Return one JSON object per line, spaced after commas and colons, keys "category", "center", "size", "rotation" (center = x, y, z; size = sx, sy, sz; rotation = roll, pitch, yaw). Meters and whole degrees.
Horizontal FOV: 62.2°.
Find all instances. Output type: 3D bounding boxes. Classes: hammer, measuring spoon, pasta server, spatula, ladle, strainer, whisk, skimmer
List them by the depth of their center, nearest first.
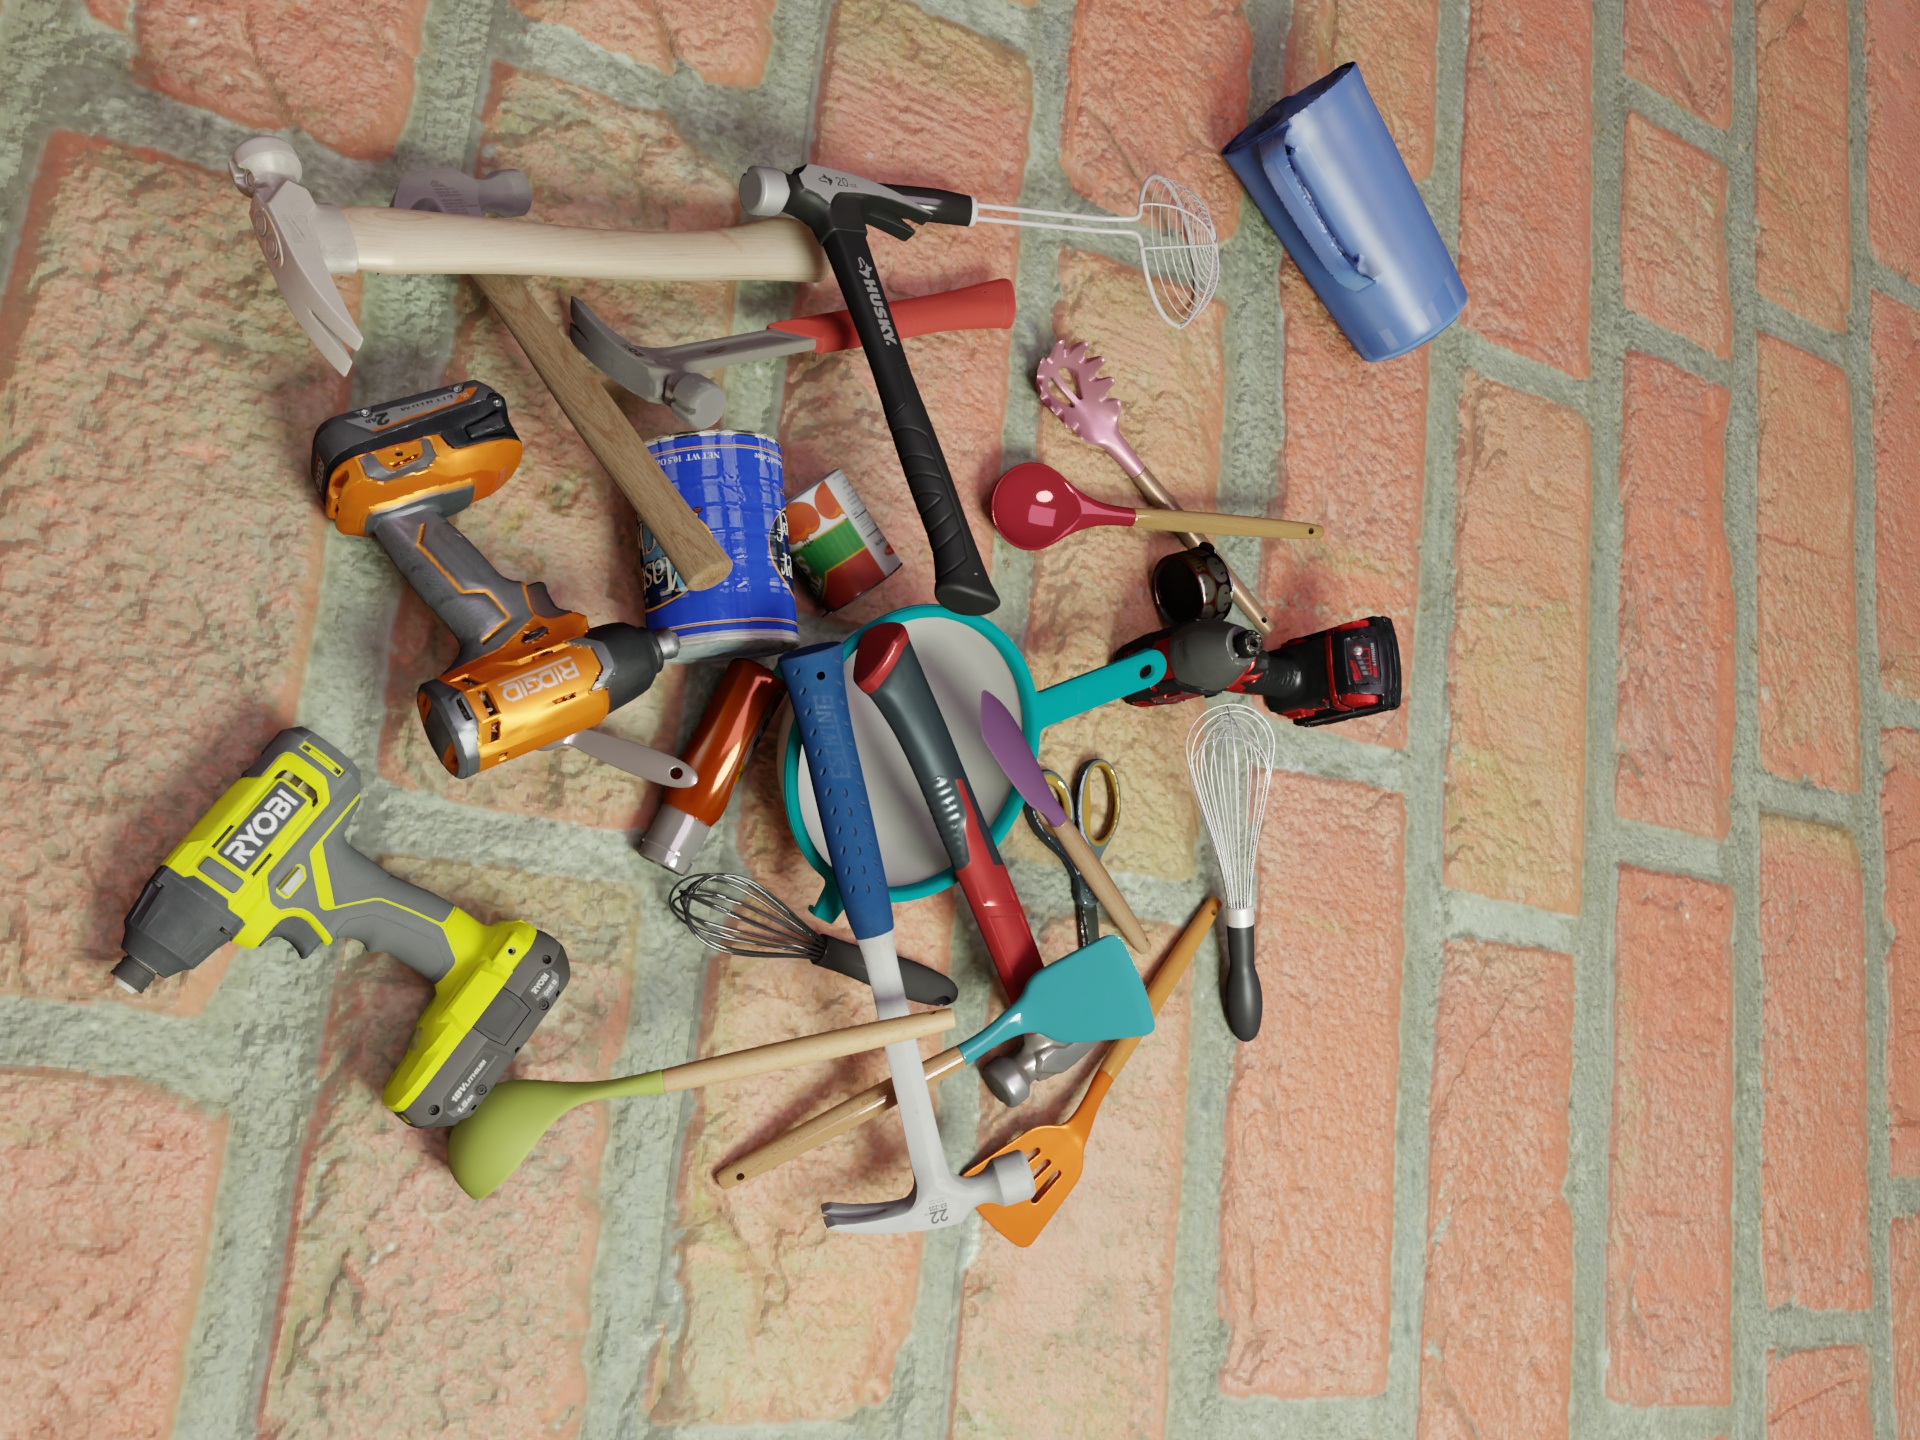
{"category": "ladle", "center": [-0.157, 0.231, 0.993], "size": [0.320, 0.078, 0.062], "rotation": [-10, 103, -11]}
{"category": "hammer", "center": [-0.251, -0.218, 1.003], "size": [0.130, 0.031, 0.331], "rotation": [-26, 77, -47]}
{"category": "hammer", "center": [-0.239, -0.294, 1.022], "size": [0.410, 0.038, 0.146], "rotation": [-15, 70, -45]}
{"category": "hammer", "center": [-0.059, 0.150, 1.037], "size": [0.144, 0.035, 0.405], "rotation": [-15, 103, -10]}
{"category": "measuring spoon", "center": [-0.230, 0.017, 1.038], "size": [0.124, 0.018, 0.034], "rotation": [20, 77, -1]}
{"category": "spatula", "center": [-0.020, 0.245, 1.093], "size": [0.317, 0.044, 0.082], "rotation": [-26, 107, -12]}
{"category": "hammer", "center": [-0.039, -0.228, 1.093], "size": [0.146, 0.035, 0.335], "rotation": [-10, 76, -42]}
{"category": "whisk", "center": [-0.096, 0.157, 1.111], "size": [0.238, 0.055, 0.055], "rotation": [25, 71, -30]}
{"category": "hammer", "center": [0.024, 0.092, 1.115], "size": [0.143, 0.038, 0.386], "rotation": [-35, 122, -23]}
{"category": "strainer", "center": [-0.002, -0.004, 1.154], "size": [0.340, 0.095, 0.211], "rotation": [-20, 115, -33]}
{"category": "hammer", "center": [-0.098, -0.287, 1.157], "size": [0.359, 0.149, 0.036], "rotation": [-23, 139, -40]}
{"category": "spatula", "center": [0.081, 0.085, 1.167], "size": [0.060, 0.018, 0.315], "rotation": [-87, 153, -42]}
{"category": "spatula", "center": [0.118, 0.258, 1.239], "size": [0.081, 0.041, 0.323], "rotation": [49, 58, -16]}
{"category": "whisk", "center": [0.224, 0.125, 1.279], "size": [0.070, 0.070, 0.284], "rotation": [-13, 104, -32]}
{"category": "skimmer", "center": [0.055, -0.395, 1.292], "size": [0.363, 0.090, 0.127], "rotation": [0, 85, -21]}
{"category": "ladle", "center": [0.164, -0.166, 1.299], "size": [0.315, 0.031, 0.069], "rotation": [2, 99, -23]}
{"category": "pasta server", "center": [0.168, -0.186, 1.323], "size": [0.060, 0.040, 0.316], "rotation": [-45, 108, -6]}

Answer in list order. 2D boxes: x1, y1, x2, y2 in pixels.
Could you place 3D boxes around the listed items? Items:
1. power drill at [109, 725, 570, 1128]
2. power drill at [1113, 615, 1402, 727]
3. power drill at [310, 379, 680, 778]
{"category": "power drill", "center": [-0.362, 0.136, 0.940], "size": [0.223, 0.080, 0.171], "rotation": [41, 65, -16]}
{"category": "power drill", "center": [0.248, -0.044, 1.290], "size": [0.219, 0.143, 0.078], "rotation": [2, 79, -33]}
{"category": "power drill", "center": [-0.285, -0.092, 0.986], "size": [0.164, 0.084, 0.226], "rotation": [-24, 81, -31]}
